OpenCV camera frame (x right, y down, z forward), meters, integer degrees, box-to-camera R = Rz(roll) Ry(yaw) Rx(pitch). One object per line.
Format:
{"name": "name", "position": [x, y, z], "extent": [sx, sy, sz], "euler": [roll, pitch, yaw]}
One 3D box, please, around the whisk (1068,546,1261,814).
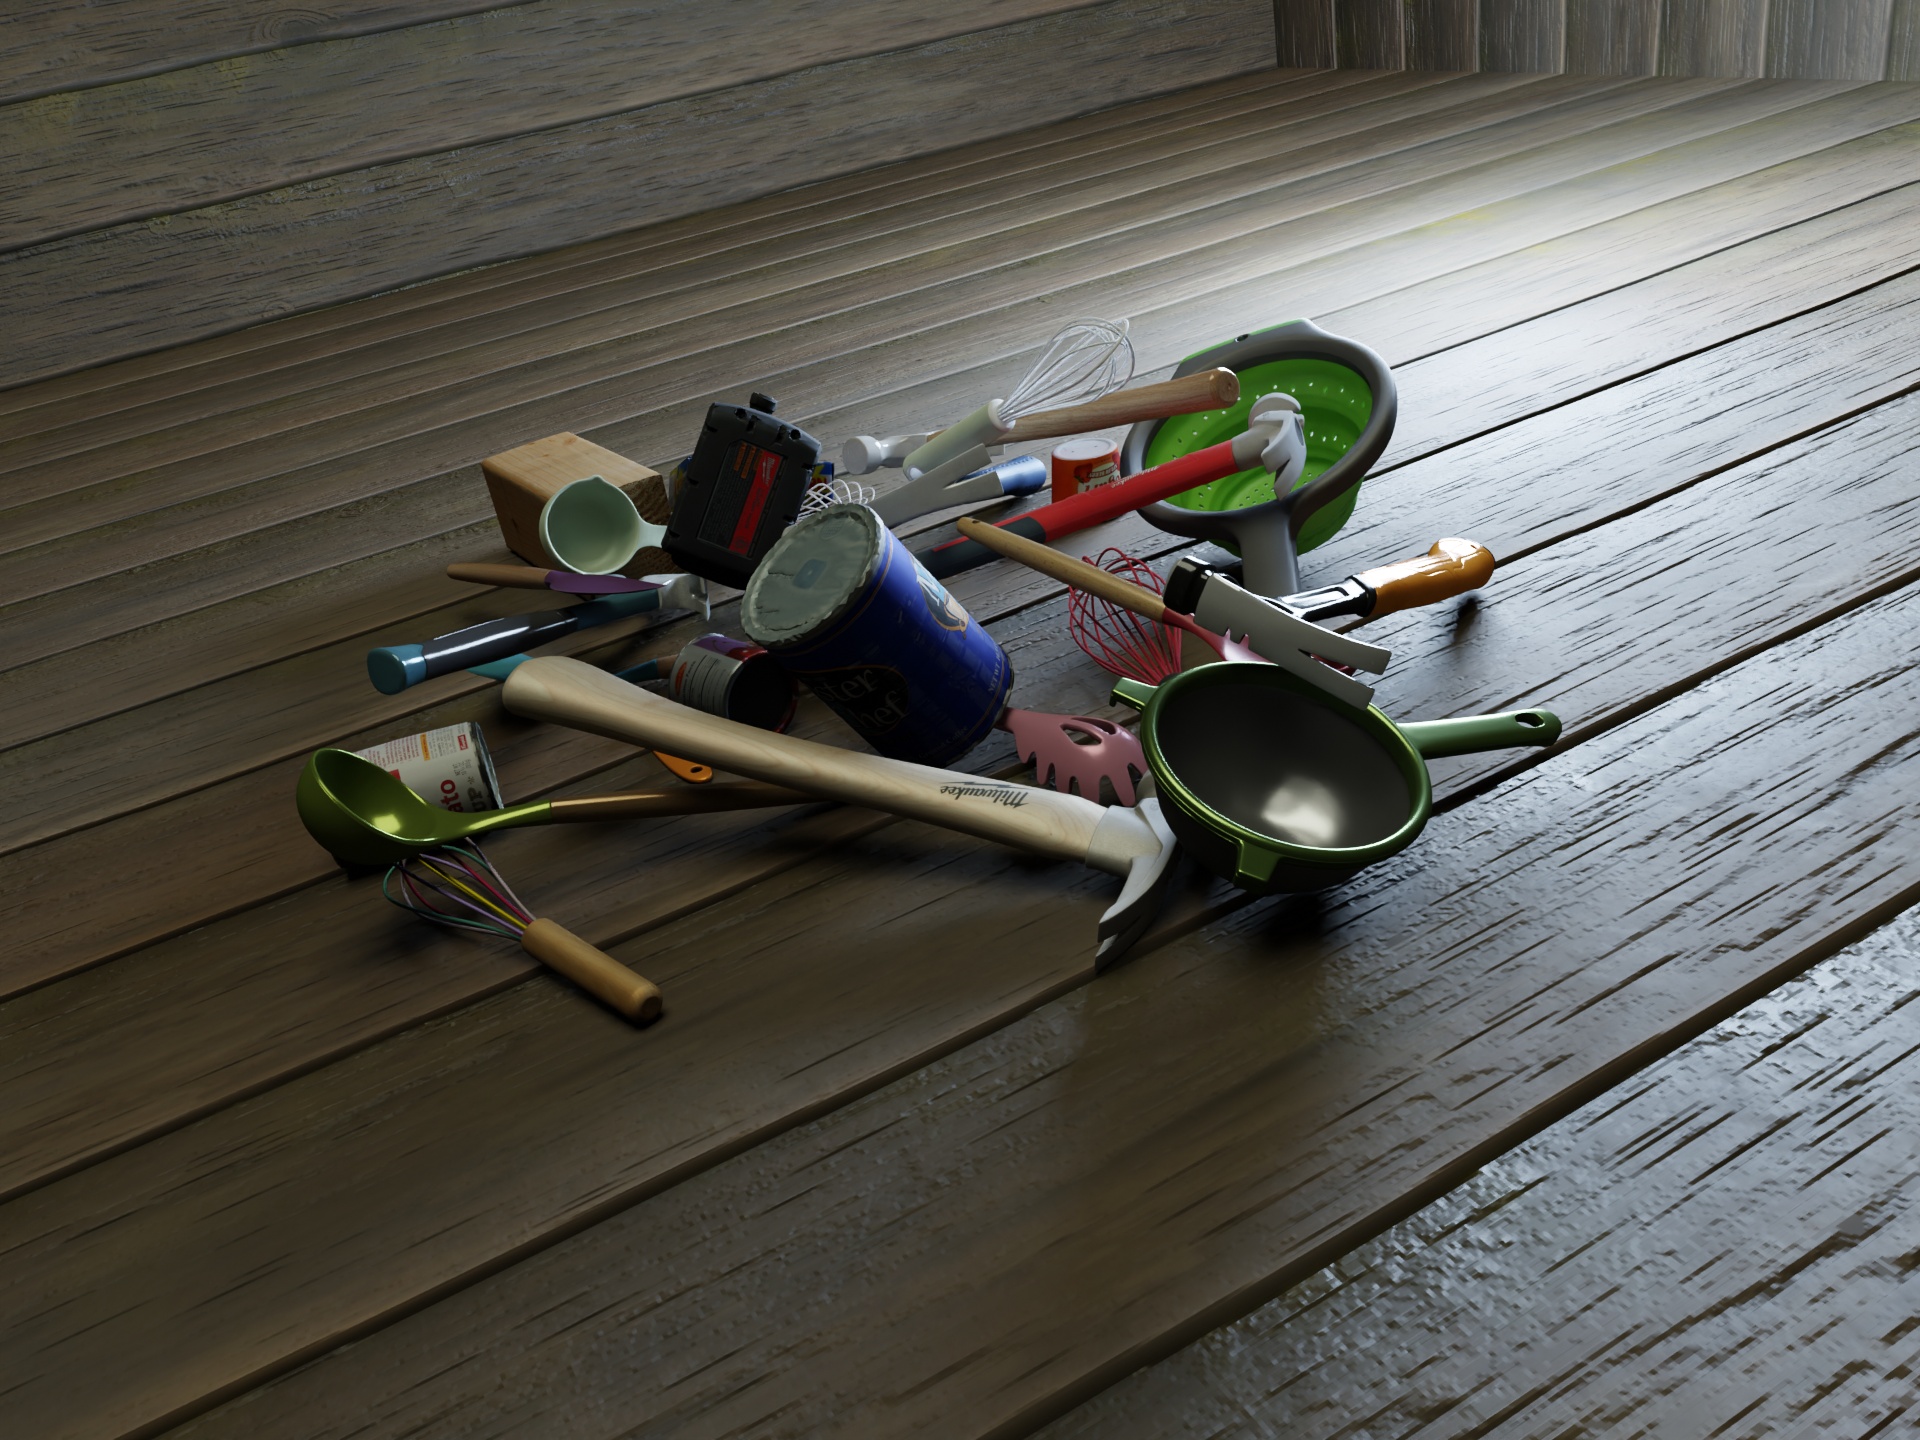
{"name": "whisk", "position": [0.126, -0.028, 0.989], "extent": [0.073, 0.073, 0.296], "euler": [-13, 33, -6]}

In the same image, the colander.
{"name": "colander", "position": [0.223, -0.125, 1.116], "extent": [0.204, 0.094, 0.398], "euler": [-15, 43, 20]}

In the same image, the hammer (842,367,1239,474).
{"name": "hammer", "position": [0.067, -0.225, 1.204], "extent": [0.331, 0.031, 0.130], "euler": [-1, 11, 44]}

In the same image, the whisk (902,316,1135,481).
{"name": "whisk", "position": [0.034, -0.220, 1.127], "extent": [0.246, 0.057, 0.059], "euler": [-22, 34, 50]}

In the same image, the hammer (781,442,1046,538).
{"name": "hammer", "position": [0.005, -0.171, 1.185], "extent": [0.144, 0.035, 0.405], "euler": [-20, 6, 19]}

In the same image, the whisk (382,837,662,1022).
{"name": "whisk", "position": [-0.247, 0.110, 0.871], "extent": [0.245, 0.047, 0.051], "euler": [20, 39, 39]}

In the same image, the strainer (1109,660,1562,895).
{"name": "strainer", "position": [0.207, 0.034, 0.840], "extent": [0.256, 0.069, 0.152], "euler": [-7, 42, -24]}

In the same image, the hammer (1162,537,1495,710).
{"name": "hammer", "position": [0.255, -0.075, 0.951], "extent": [0.127, 0.034, 0.337], "euler": [31, 27, 28]}

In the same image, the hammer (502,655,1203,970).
{"name": "hammer", "position": [-0.080, 0.032, 0.884], "extent": [0.411, 0.038, 0.146], "euler": [13, 35, 18]}

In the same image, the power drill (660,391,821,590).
{"name": "power drill", "position": [-0.159, -0.168, 1.143], "extent": [0.078, 0.143, 0.220], "euler": [20, 6, -13]}

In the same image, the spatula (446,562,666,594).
{"name": "spatula", "position": [-0.324, -0.107, 1.210], "extent": [0.059, 0.018, 0.316], "euler": [-12, 14, -38]}

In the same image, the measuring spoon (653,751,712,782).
{"name": "measuring spoon", "position": [-0.194, 0.017, 1.057], "extent": [0.021, 0.011, 0.117], "euler": [-24, 31, -25]}

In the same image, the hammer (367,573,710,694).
{"name": "hammer", "position": [-0.295, -0.068, 1.136], "extent": [0.128, 0.033, 0.331], "euler": [1, 14, 25]}

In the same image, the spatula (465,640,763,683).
{"name": "spatula", "position": [-0.195, -0.052, 1.152], "extent": [0.317, 0.044, 0.082], "euler": [-9, 14, -1]}

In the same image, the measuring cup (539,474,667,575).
{"name": "measuring cup", "position": [-0.256, -0.148, 1.281], "extent": [0.167, 0.083, 0.038], "euler": [5, -3, -29]}

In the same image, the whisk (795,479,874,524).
{"name": "whisk", "position": [-0.137, -0.154, 1.271], "extent": [0.070, 0.070, 0.285], "euler": [-24, 15, -24]}

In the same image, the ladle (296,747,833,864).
{"name": "ladle", "position": [-0.208, 0.039, 0.913], "extent": [0.320, 0.062, 0.078], "euler": [-4, 26, -18]}

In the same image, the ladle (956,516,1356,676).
{"name": "ladle", "position": [0.109, -0.076, 0.986], "extent": [0.069, 0.031, 0.316], "euler": [-23, 37, -38]}

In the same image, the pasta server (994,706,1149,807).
{"name": "pasta server", "position": [-0.002, -0.003, 1.019], "extent": [0.060, 0.040, 0.316], "euler": [-30, 30, -33]}

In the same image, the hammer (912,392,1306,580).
{"name": "hammer", "position": [0.049, -0.129, 1.104], "extent": [0.386, 0.038, 0.143], "euler": [-18, 20, 21]}
